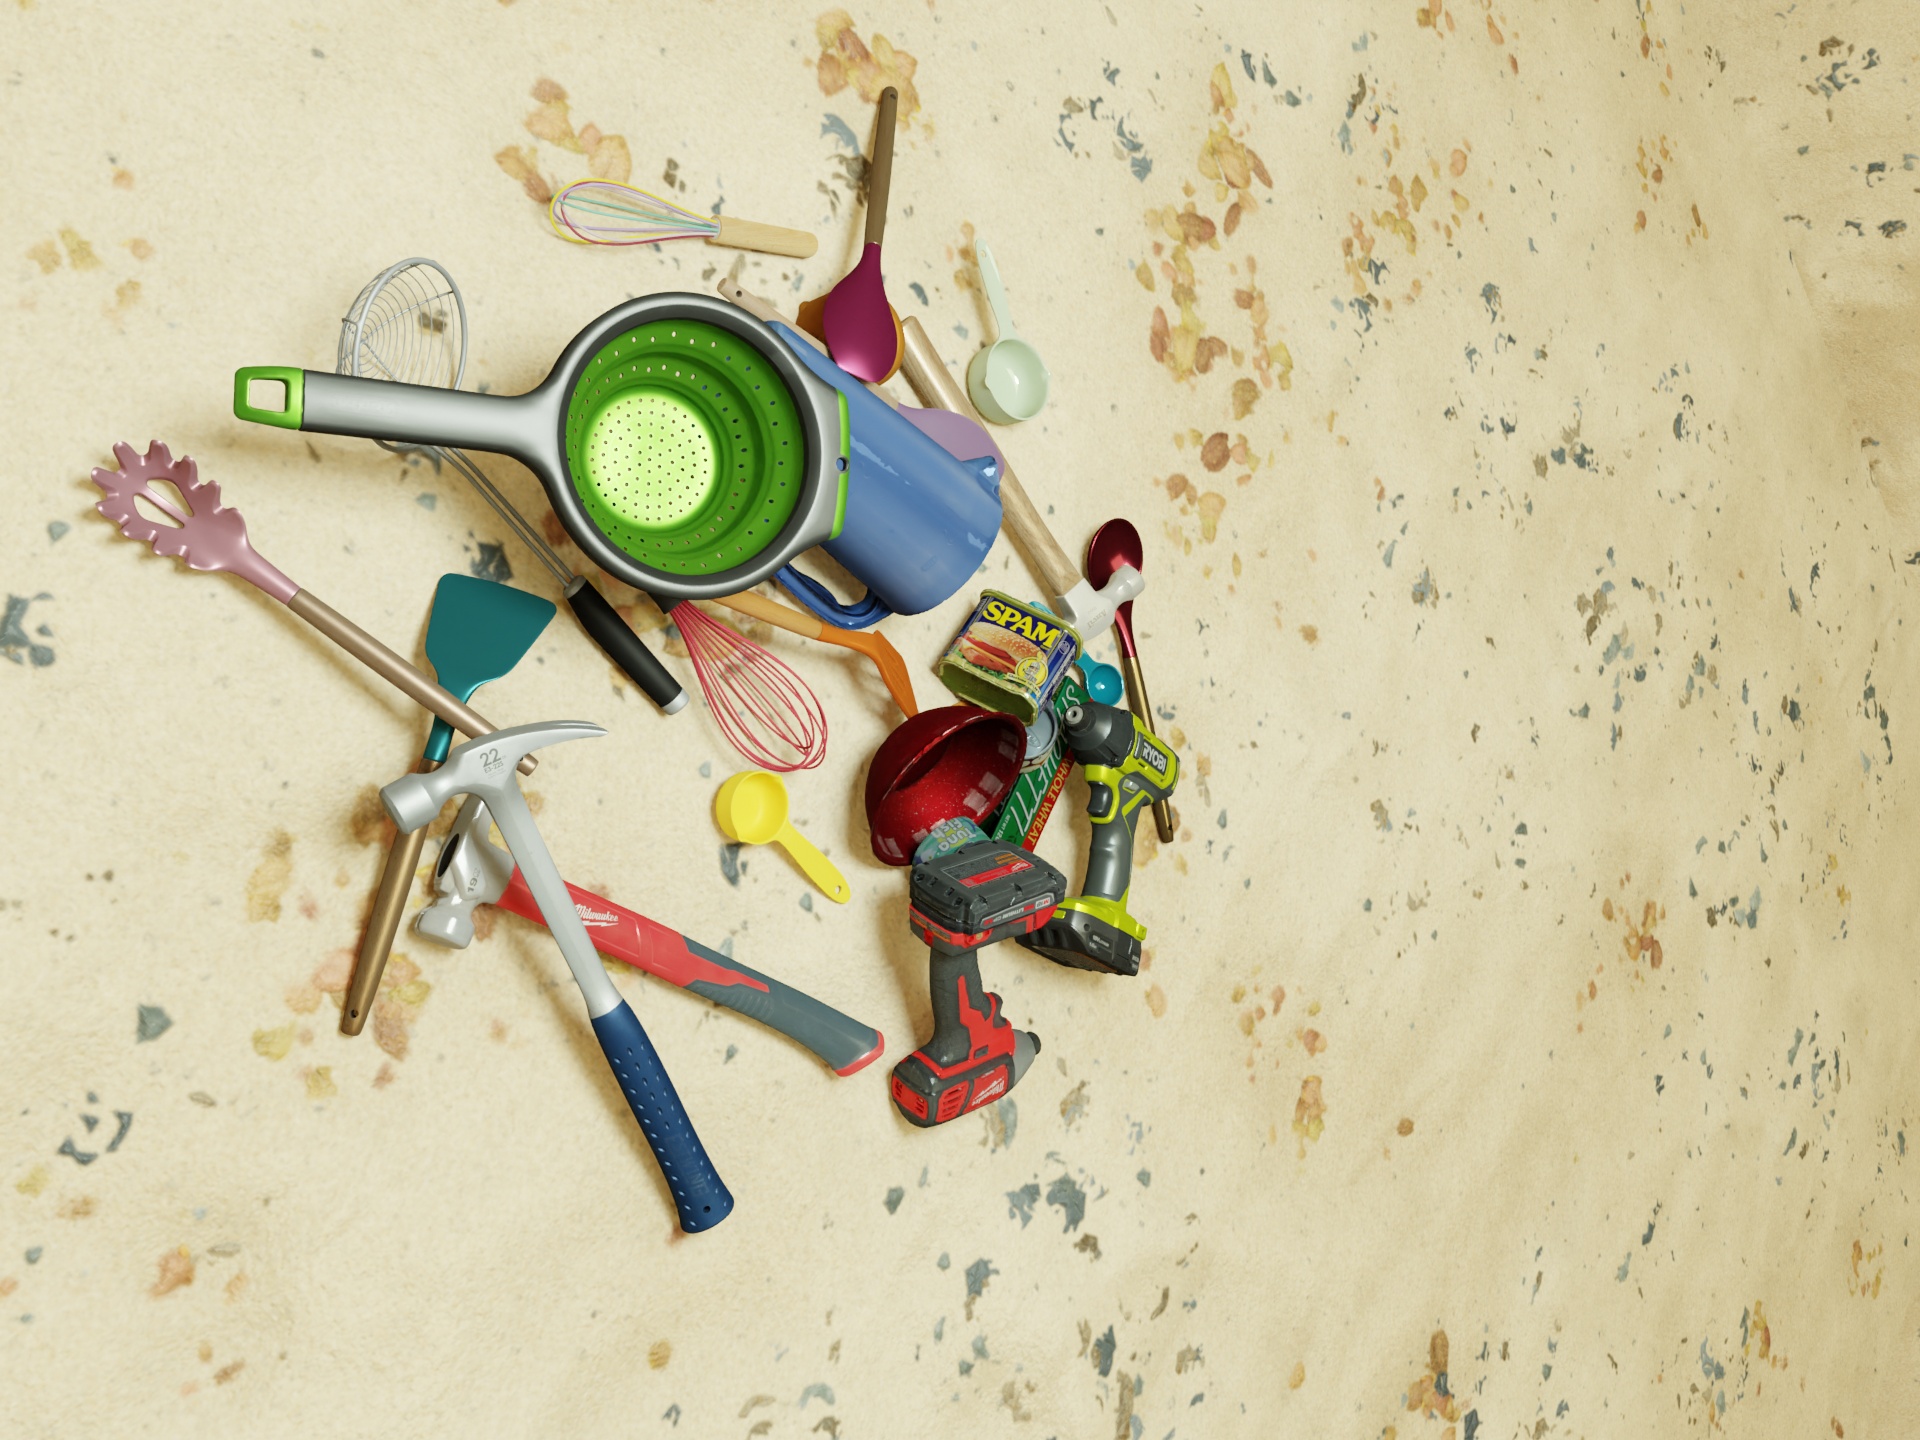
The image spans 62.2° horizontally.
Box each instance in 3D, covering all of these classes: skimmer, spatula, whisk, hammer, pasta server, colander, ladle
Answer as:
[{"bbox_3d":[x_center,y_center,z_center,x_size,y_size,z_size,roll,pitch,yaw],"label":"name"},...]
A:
[{"bbox_3d":[-0.292,-0.147,1.107,0.363,0.090,0.127,52,40,-24],"label":"skimmer"},{"bbox_3d":[-0.135,-0.071,1.222,0.322,0.041,0.081,21,42,-42],"label":"spatula"},{"bbox_3d":[-0.212,-0.385,1.242,0.245,0.051,0.047,-6,109,-44],"label":"whisk"},{"bbox_3d":[-0.357,0.054,1.065,0.082,0.044,0.317,16,81,-7],"label":"spatula"},{"bbox_3d":[-0.203,0.163,1.180,0.386,0.038,0.143,32,64,-33],"label":"hammer"},{"bbox_3d":[-0.400,-0.062,1.010,0.316,0.040,0.060,39,76,-17],"label":"pasta server"},{"bbox_3d":[0.034,-0.209,1.416,0.130,0.031,0.331,-42,108,-22],"label":"hammer"},{"bbox_3d":[-0.242,0.186,1.093,0.144,0.035,0.405,-30,116,-24],"label":"hammer"},{"bbox_3d":[-0.073,-0.270,1.296,0.315,0.018,0.060,29,83,-39],"label":"spatula"},{"bbox_3d":[-0.270,-0.187,1.056,0.397,0.094,0.204,2,91,-31],"label":"colander"},{"bbox_3d":[0.169,-0.036,1.521,0.069,0.031,0.315,-15,96,-33],"label":"ladle"},{"bbox_3d":[-0.202,-0.072,1.197,0.295,0.073,0.073,51,56,-17],"label":"whisk"}]

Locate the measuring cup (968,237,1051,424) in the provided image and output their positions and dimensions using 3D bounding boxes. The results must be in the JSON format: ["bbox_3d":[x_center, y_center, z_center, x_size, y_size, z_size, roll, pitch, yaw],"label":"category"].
[{"bbox_3d":[0.030,-0.349,1.437,0.083,0.038,0.167,-18,94,-40],"label":"measuring cup"}]

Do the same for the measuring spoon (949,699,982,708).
[{"bbox_3d":[-0.002,-0.004,1.383,0.117,0.011,0.021,-30,104,-38],"label":"measuring spoon"}]

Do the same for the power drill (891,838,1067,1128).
[{"bbox_3d":[0.018,0.216,1.295,0.143,0.079,0.219,-13,118,-39],"label":"power drill"}]

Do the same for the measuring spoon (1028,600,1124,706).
[{"bbox_3d":[0.102,-0.062,1.479,0.128,0.021,0.042,47,65,-15],"label":"measuring spoon"}]

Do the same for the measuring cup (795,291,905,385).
[{"bbox_3d":[-0.108,-0.286,1.302,0.095,0.052,0.174,49,56,-25],"label":"measuring cup"}]

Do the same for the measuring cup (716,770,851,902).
[{"bbox_3d":[-0.138,0.097,1.257,0.156,0.029,0.062,52,57,-37],"label":"measuring cup"}]

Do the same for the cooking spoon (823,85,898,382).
[{"bbox_3d":[-0.071,-0.413,1.326,0.068,0.017,0.319,19,59,-27],"label":"cooking spoon"}]

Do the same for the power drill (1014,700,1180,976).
[{"bbox_3d":[0.121,0.102,1.409,0.171,0.080,0.223,34,64,-52],"label":"power drill"}]
